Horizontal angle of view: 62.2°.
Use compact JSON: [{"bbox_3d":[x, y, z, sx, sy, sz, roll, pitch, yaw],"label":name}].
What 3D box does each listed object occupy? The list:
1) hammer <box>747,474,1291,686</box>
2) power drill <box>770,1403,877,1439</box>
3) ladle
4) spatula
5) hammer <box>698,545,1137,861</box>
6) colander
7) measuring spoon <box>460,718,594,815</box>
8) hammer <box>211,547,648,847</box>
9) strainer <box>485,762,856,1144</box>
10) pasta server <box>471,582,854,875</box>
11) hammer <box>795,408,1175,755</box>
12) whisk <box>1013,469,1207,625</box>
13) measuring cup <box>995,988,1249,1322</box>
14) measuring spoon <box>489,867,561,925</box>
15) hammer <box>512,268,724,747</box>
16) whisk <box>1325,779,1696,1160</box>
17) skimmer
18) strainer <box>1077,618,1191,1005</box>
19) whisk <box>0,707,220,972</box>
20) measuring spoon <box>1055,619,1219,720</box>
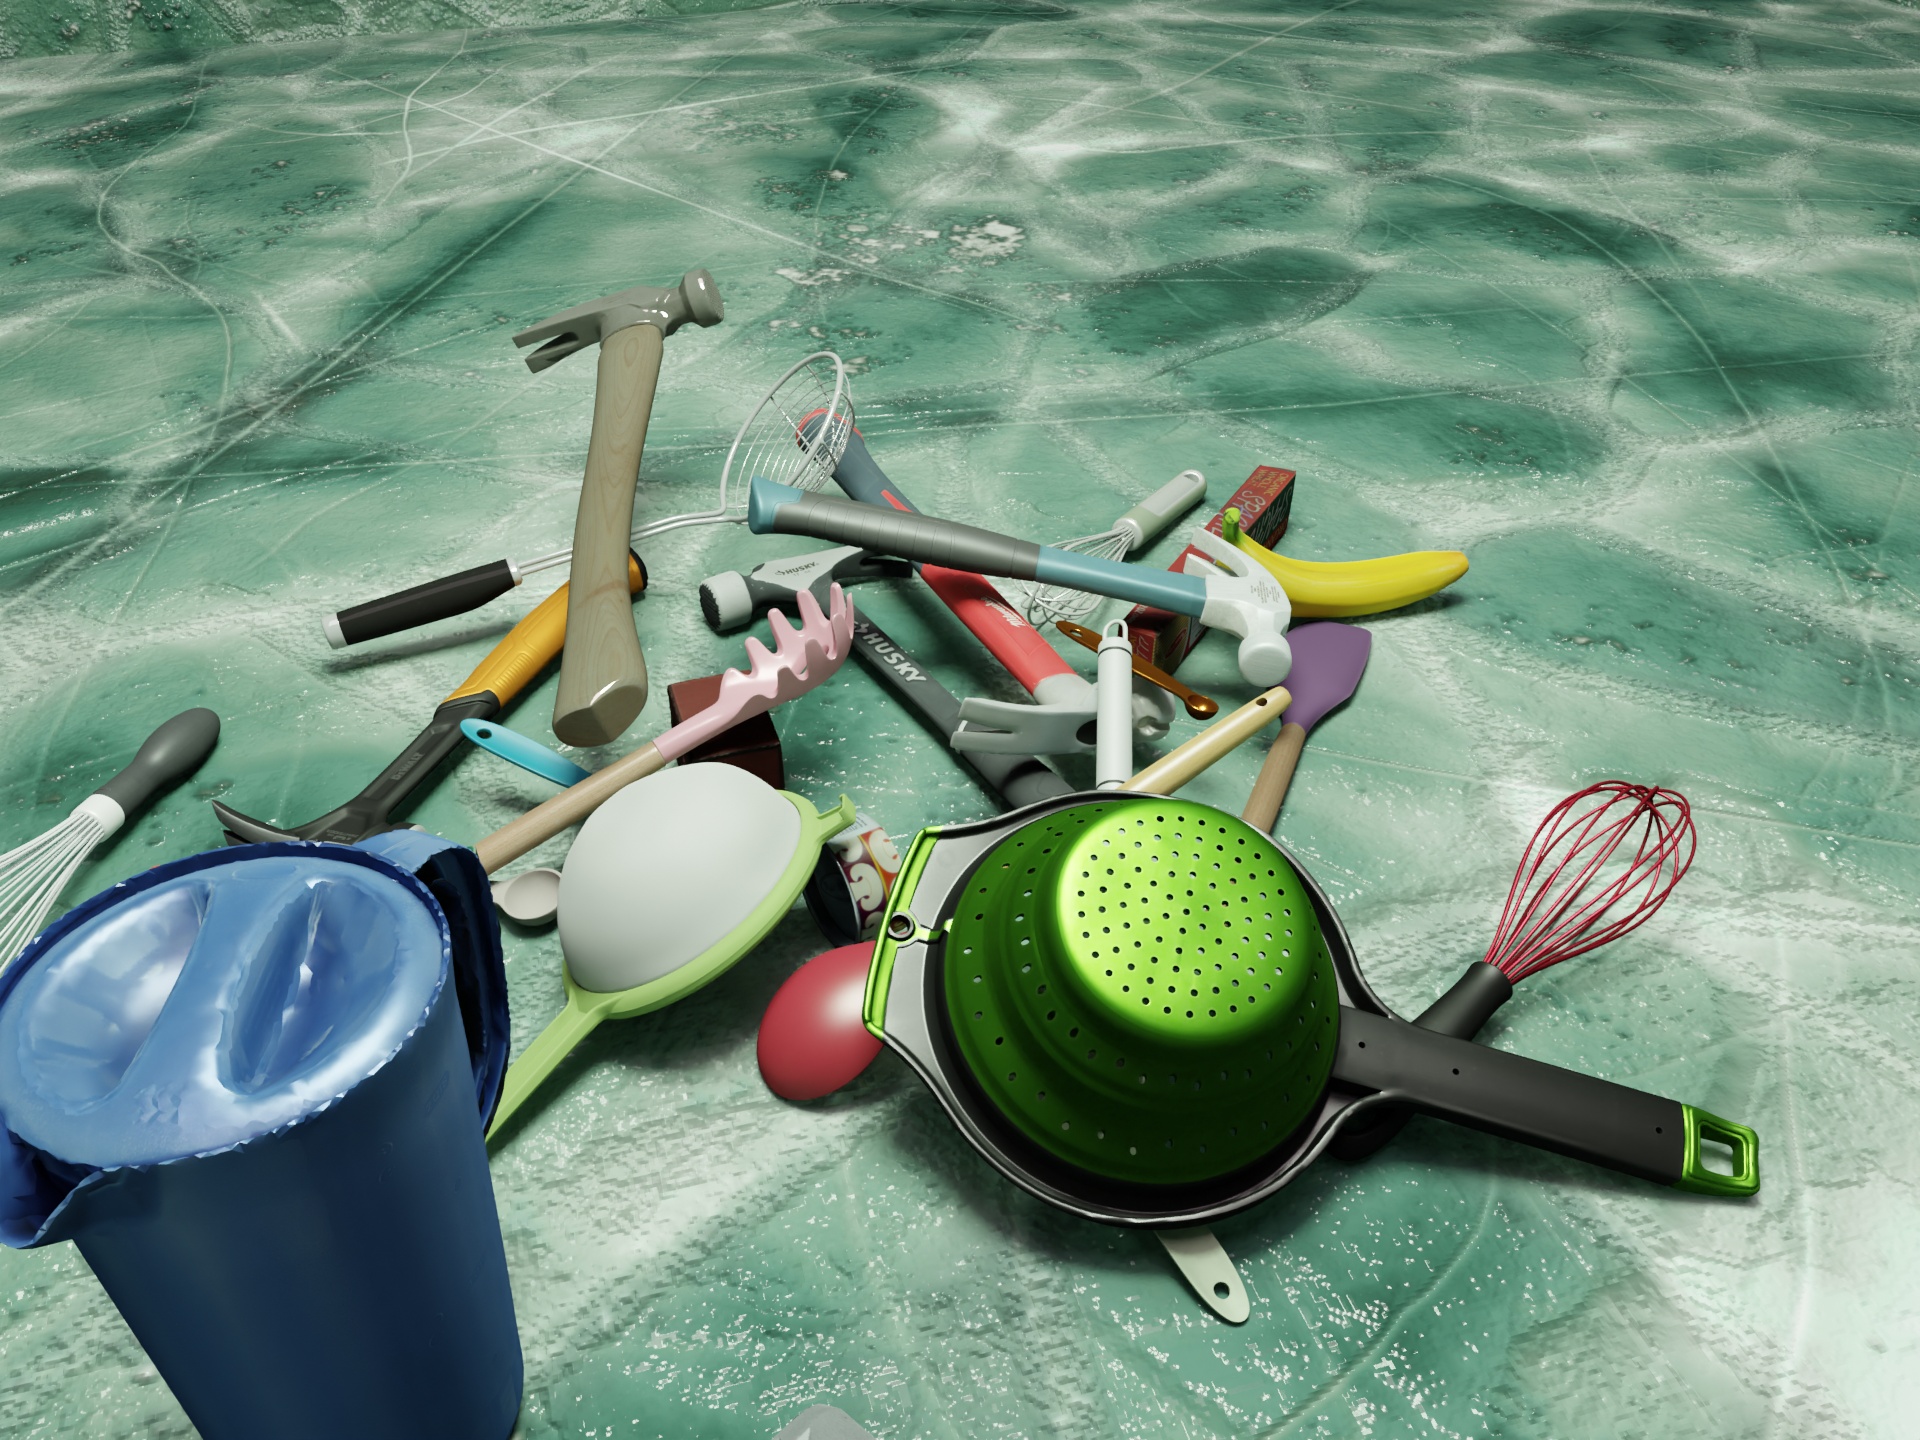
[{"bbox_3d":[0.032,-0.096,0.949,0.331,0.033,0.128,12,34,0],"label":"hammer"},{"bbox_3d":[-0.019,0.338,0.455,0.226,0.084,0.185,33,49,30],"label":"power drill"},{"bbox_3d":[0.034,0.073,0.761,0.315,0.031,0.069,-34,47,-11],"label":"ladle"},{"bbox_3d":[0.186,0.021,0.929,0.060,0.018,0.316,11,37,19],"label":"spatula"},{"bbox_3d":[-0.002,-0.003,0.949,0.149,0.036,0.409,-20,42,-27],"label":"hammer"},{"bbox_3d":[0.161,0.122,0.668,0.397,0.094,0.205,16,58,1],"label":"colander"},{"bbox_3d":[-0.223,0.035,0.885,0.128,0.021,0.042,26,39,7],"label":"measuring spoon"},{"bbox_3d":[-0.293,-0.019,0.965,0.127,0.034,0.337,8,36,18],"label":"hammer"},{"bbox_3d":[-0.175,0.101,0.744,0.151,0.069,0.256,-2,39,47],"label":"strainer"},{"bbox_3d":[-0.186,0.025,0.839,0.316,0.040,0.060,-32,30,-13],"label":"pasta server"},{"bbox_3d":[-0.028,-0.101,1.008,0.143,0.038,0.387,-3,36,-33],"label":"hammer"},{"bbox_3d":[0.112,-0.127,1.106,0.058,0.059,0.246,31,41,18],"label":"whisk"},{"bbox_3d":[0.067,0.193,0.692,0.083,0.038,0.168,-23,59,-25],"label":"measuring cup"},{"bbox_3d":[-0.264,0.095,0.837,0.124,0.018,0.034,0,44,11],"label":"measuring spoon"},{"bbox_3d":[-0.221,-0.139,0.966,0.146,0.038,0.411,-15,45,9],"label":"hammer"},{"bbox_3d":[0.268,0.115,0.774,0.296,0.073,0.073,-35,49,-29],"label":"whisk"},{"bbox_3d":[-0.237,-0.141,1.021,0.363,0.090,0.127,-20,31,-13],"label":"skimmer"},{"bbox_3d":[0.076,0.046,0.815,0.087,0.050,0.259,-19,47,27],"label":"strainer"},{"bbox_3d":[-0.473,0.069,0.834,0.070,0.070,0.285,6,32,8],"label":"whisk"},{"bbox_3d":[0.098,-0.028,0.907,0.117,0.011,0.021,33,31,32],"label":"measuring spoon"}]
